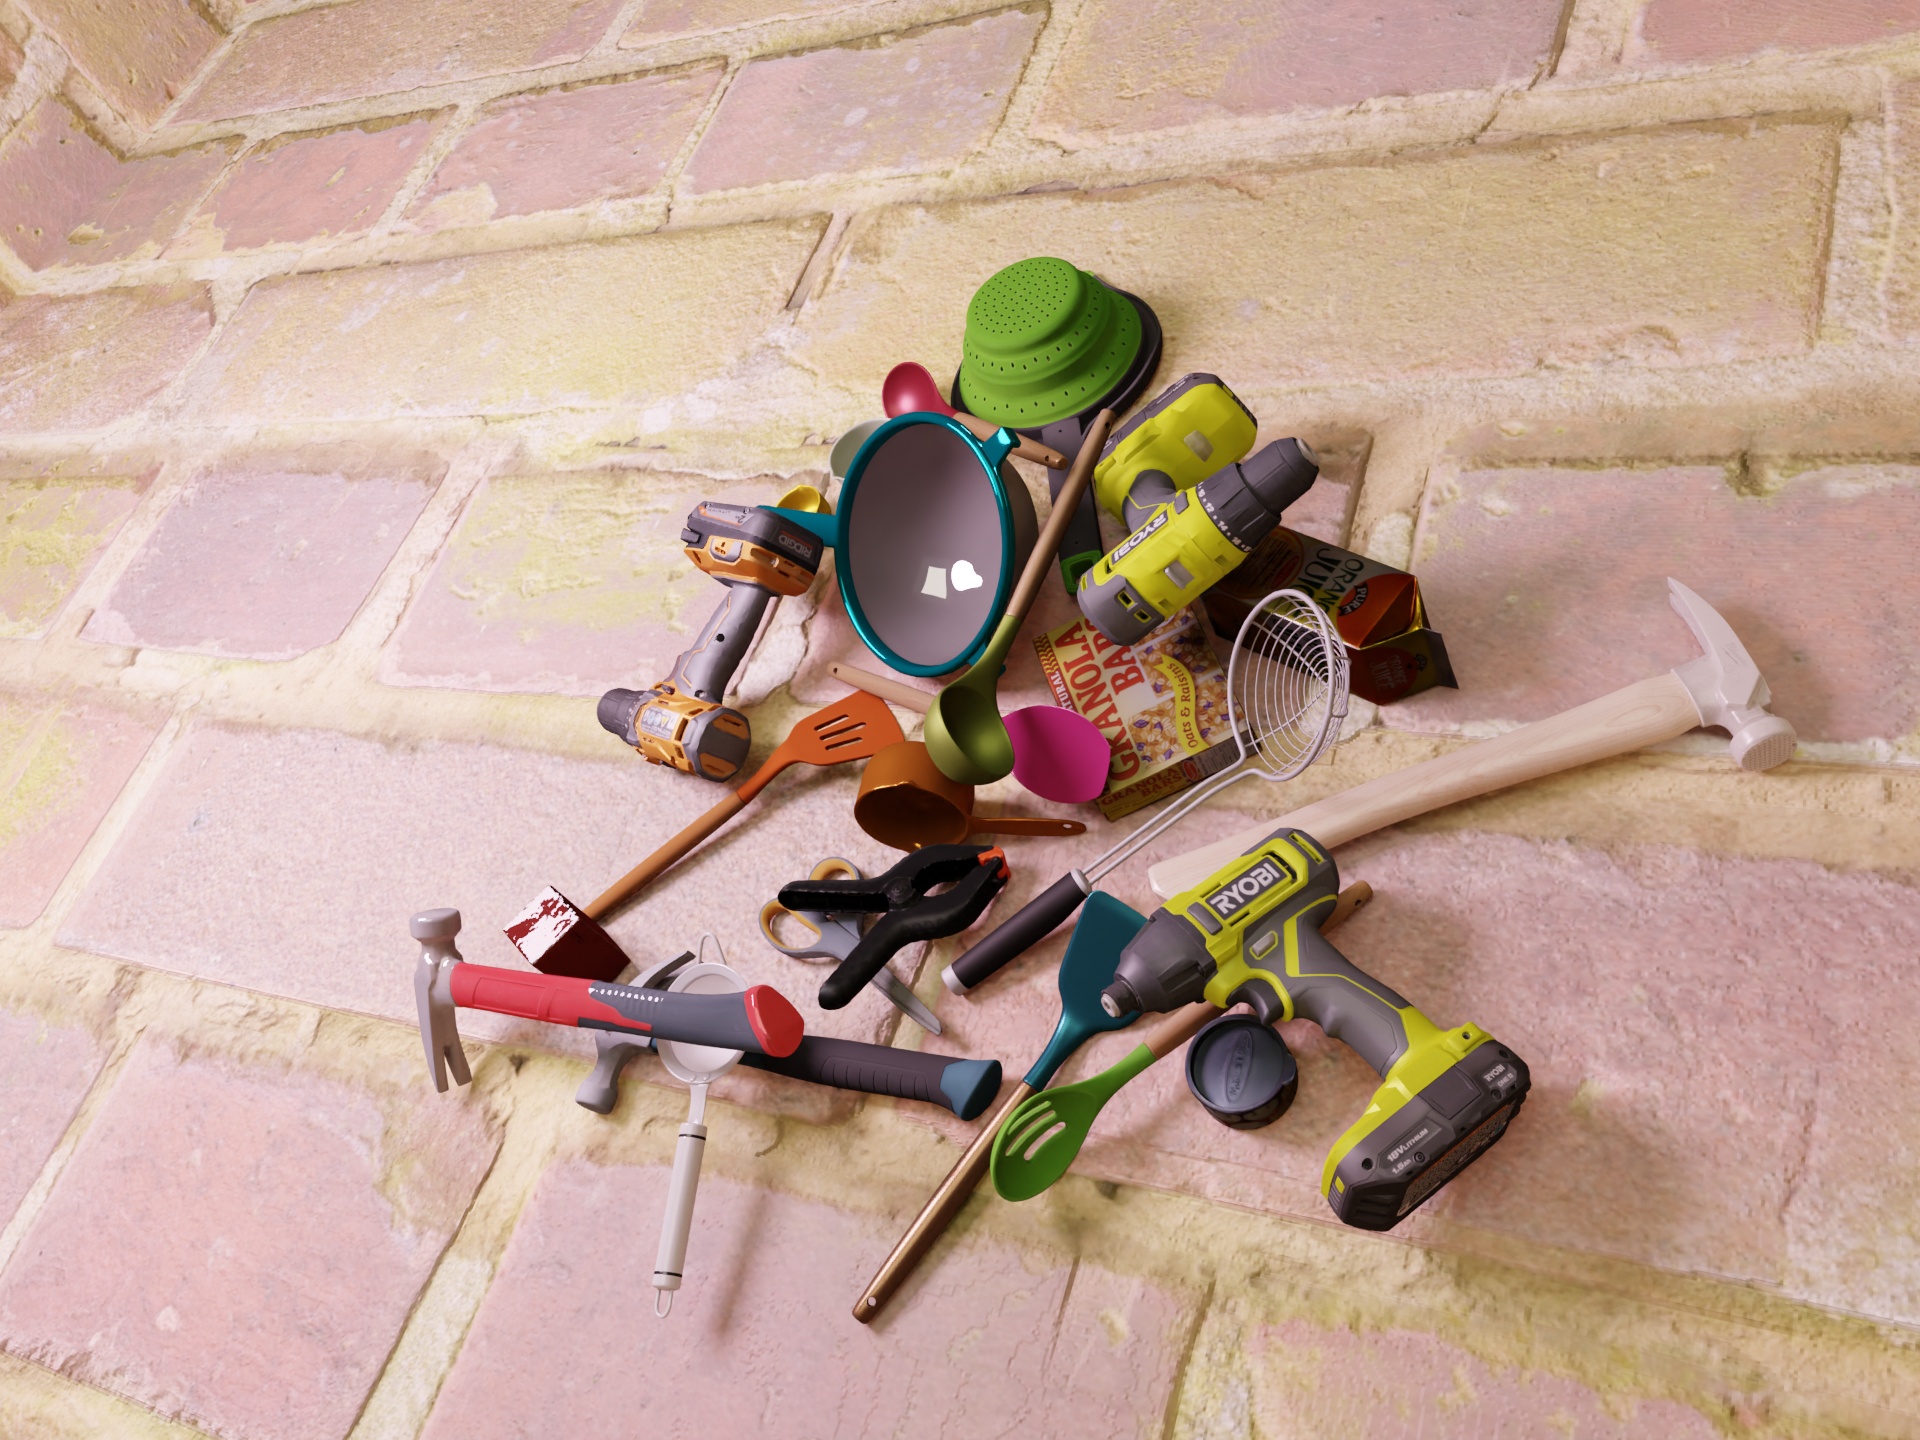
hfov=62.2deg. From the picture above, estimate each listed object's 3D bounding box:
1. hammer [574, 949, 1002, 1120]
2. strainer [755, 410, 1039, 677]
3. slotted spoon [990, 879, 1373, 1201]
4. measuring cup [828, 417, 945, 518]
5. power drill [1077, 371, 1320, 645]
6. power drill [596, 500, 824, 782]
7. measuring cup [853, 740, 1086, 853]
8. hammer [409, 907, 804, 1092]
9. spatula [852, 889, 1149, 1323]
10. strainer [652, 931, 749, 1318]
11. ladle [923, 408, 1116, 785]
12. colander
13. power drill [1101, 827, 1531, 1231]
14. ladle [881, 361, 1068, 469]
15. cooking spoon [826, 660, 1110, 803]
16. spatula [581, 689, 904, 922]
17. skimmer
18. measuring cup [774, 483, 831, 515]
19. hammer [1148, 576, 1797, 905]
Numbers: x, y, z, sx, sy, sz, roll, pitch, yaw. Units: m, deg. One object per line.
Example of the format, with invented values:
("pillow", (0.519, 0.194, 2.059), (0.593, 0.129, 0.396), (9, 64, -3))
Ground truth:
("hammer", (-0.124, 0.242, 1.143), (0.331, 0.033, 0.128), (3, 60, 28))
("strainer", (-0.046, -0.154, 1.338), (0.341, 0.095, 0.211), (15, 106, 47))
("slotted spoon", (0.143, 0.200, 1.030), (0.314, 0.070, 0.031), (-35, 34, -8))
("measuring cup", (-0.054, -0.213, 1.431), (0.083, 0.038, 0.168), (-41, 51, -6))
("power drill", (0.174, -0.172, 1.184), (0.190, 0.080, 0.229), (-39, 22, 24))
("power drill", (-0.223, -0.069, 1.358), (0.185, 0.084, 0.226), (14, 81, 47))
("measuring cup", (0.009, 0.057, 1.189), (0.173, 0.095, 0.052), (3, 52, 7))
("hammer", (-0.263, 0.218, 1.137), (0.386, 0.038, 0.143), (0, 98, 37))
("spatula", (0.029, 0.260, 1.045), (0.082, 0.044, 0.317), (36, 78, 11))
("strainer", (-0.184, 0.278, 1.102), (0.087, 0.050, 0.259), (-8, 62, 29))
("ladle", (0.057, -0.098, 1.175), (0.062, 0.078, 0.320), (1, 62, 55))
("colander", (0.076, -0.280, 1.374), (0.204, 0.094, 0.398), (-17, 51, 15))
("power drill", (0.207, 0.183, 0.953), (0.171, 0.080, 0.223), (-31, 55, -19))
("ladle", (0.010, -0.257, 1.380), (0.031, 0.069, 0.316), (-3, 22, -28))
("cooking spoon", (-0.002, -0.004, 1.236), (0.319, 0.017, 0.068), (21, 103, 44))
("spatula", (-0.192, 0.082, 1.299), (0.322, 0.041, 0.081), (-38, 47, 3))
("skimmer", (0.115, 0.058, 1.085), (0.363, 0.090, 0.127), (-39, 37, 9))
("measuring cup", (-0.185, -0.174, 1.483), (0.156, 0.029, 0.062), (-14, 54, 32))
("hammer", (0.320, 0.034, 1.067), (0.410, 0.038, 0.146), (-22, 49, 12))
